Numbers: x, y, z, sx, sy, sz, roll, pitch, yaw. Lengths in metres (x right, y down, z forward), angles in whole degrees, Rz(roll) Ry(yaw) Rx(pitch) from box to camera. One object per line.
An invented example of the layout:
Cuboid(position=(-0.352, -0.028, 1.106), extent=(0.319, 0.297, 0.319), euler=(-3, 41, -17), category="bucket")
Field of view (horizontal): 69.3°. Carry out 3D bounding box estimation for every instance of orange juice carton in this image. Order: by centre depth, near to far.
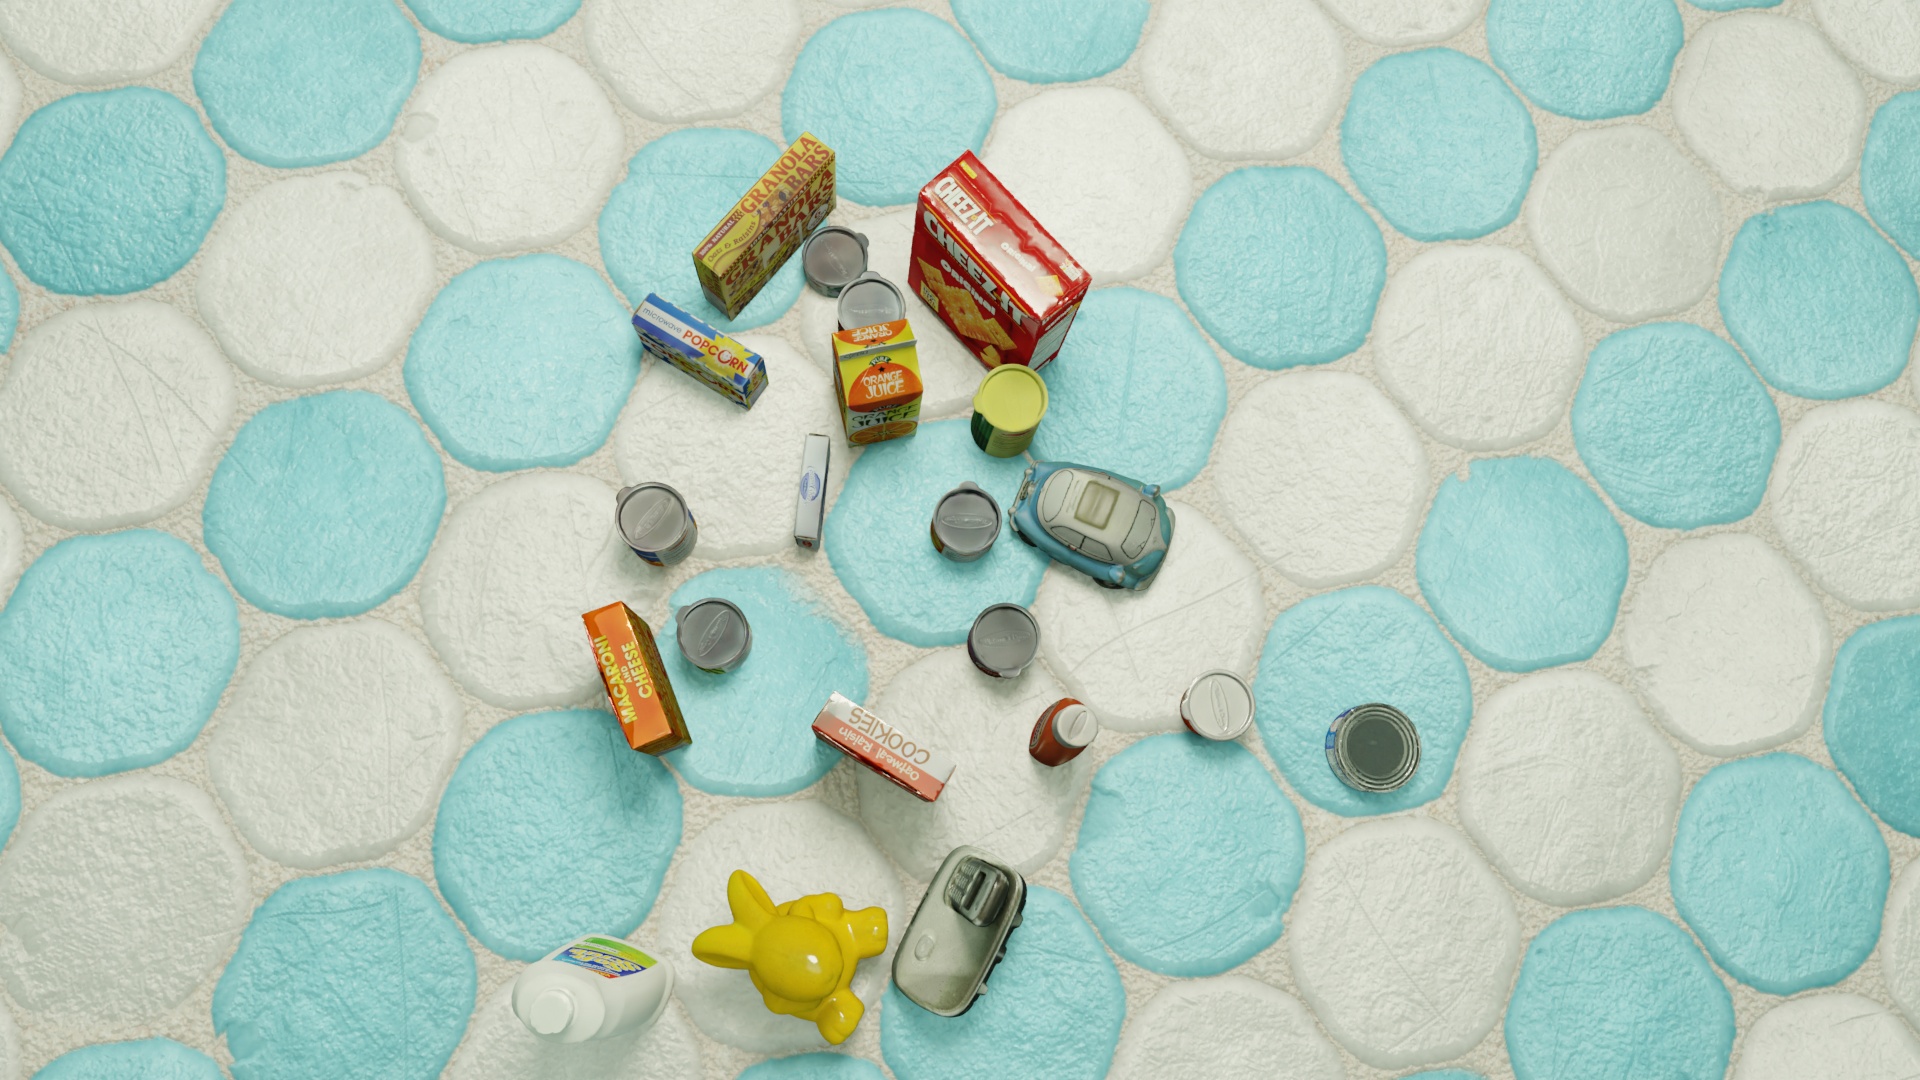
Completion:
Cuboid(position=(-0.078, -0.150, 1.294), extent=(0.072, 0.192, 0.073), euler=(-12, 80, -7), category="orange juice carton")

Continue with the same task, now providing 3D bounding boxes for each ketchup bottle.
Cuboid(position=(0.097, 0.173, 1.265), extent=(0.043, 0.148, 0.065), euler=(29, 78, 1), category="ketchup bottle")

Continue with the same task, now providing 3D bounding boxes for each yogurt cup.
Cuboid(position=(0.242, 0.159, 1.328), extent=(0.072, 0.054, 0.072), euler=(1, 79, -4), category="yogurt cup")

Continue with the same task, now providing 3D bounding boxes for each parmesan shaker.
Cuboid(position=(0.043, -0.123, 1.344), extent=(0.071, 0.103, 0.071), euler=(1, 79, -4), category="parmesan shaker")

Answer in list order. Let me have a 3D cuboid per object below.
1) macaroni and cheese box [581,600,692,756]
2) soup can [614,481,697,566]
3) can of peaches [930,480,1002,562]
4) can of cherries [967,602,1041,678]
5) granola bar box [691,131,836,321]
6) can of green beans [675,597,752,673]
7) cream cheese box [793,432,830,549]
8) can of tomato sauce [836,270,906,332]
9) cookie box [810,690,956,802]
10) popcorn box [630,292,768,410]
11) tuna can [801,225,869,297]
Cuboid(position=(-0.286, 0.127, 1.235), extent=(0.040, 0.166, 0.124), euler=(-22, 81, -8), category="macaroni and cheese box")
Cuboid(position=(-0.286, -0.016, 1.306), extent=(0.071, 0.083, 0.071), euler=(1, 79, -4), category="soup can")
Cuboid(position=(0.005, -0.017, 1.343), extent=(0.071, 0.058, 0.071), euler=(1, 79, -4), category="can of peaches")
Cuboid(position=(0.040, 0.098, 1.322), extent=(0.071, 0.058, 0.071), euler=(1, 79, -4), category="can of cherries")
Cuboid(position=(-0.188, -0.304, 1.352), extent=(0.039, 0.124, 0.166), euler=(39, 78, 3), category="granola bar box")
Cuboid(position=(-0.229, 0.090, 1.302), extent=(0.071, 0.057, 0.071), euler=(1, 79, -4), category="can of green beans")
Cuboid(position=(-0.143, -0.047, 1.339), extent=(0.024, 0.053, 0.104), euler=(6, 78, -3), category="cream cheese box")
Cuboid(position=(-0.089, -0.216, 1.363), extent=(0.071, 0.083, 0.071), euler=(1, 79, -4), category="can of tomato sauce")
Cuboid(position=(-0.070, 0.188, 1.239), extent=(0.123, 0.167, 0.040), euler=(31, 78, 2), category="cookie box")
Cuboid(position=(-0.251, -0.182, 1.342), extent=(0.127, 0.085, 0.038), euler=(31, 78, 2), category="popcorn box")
Cuboid(position=(-0.124, -0.282, 1.399), extent=(0.071, 0.032, 0.071), euler=(1, 79, -4), category="tuna can")
